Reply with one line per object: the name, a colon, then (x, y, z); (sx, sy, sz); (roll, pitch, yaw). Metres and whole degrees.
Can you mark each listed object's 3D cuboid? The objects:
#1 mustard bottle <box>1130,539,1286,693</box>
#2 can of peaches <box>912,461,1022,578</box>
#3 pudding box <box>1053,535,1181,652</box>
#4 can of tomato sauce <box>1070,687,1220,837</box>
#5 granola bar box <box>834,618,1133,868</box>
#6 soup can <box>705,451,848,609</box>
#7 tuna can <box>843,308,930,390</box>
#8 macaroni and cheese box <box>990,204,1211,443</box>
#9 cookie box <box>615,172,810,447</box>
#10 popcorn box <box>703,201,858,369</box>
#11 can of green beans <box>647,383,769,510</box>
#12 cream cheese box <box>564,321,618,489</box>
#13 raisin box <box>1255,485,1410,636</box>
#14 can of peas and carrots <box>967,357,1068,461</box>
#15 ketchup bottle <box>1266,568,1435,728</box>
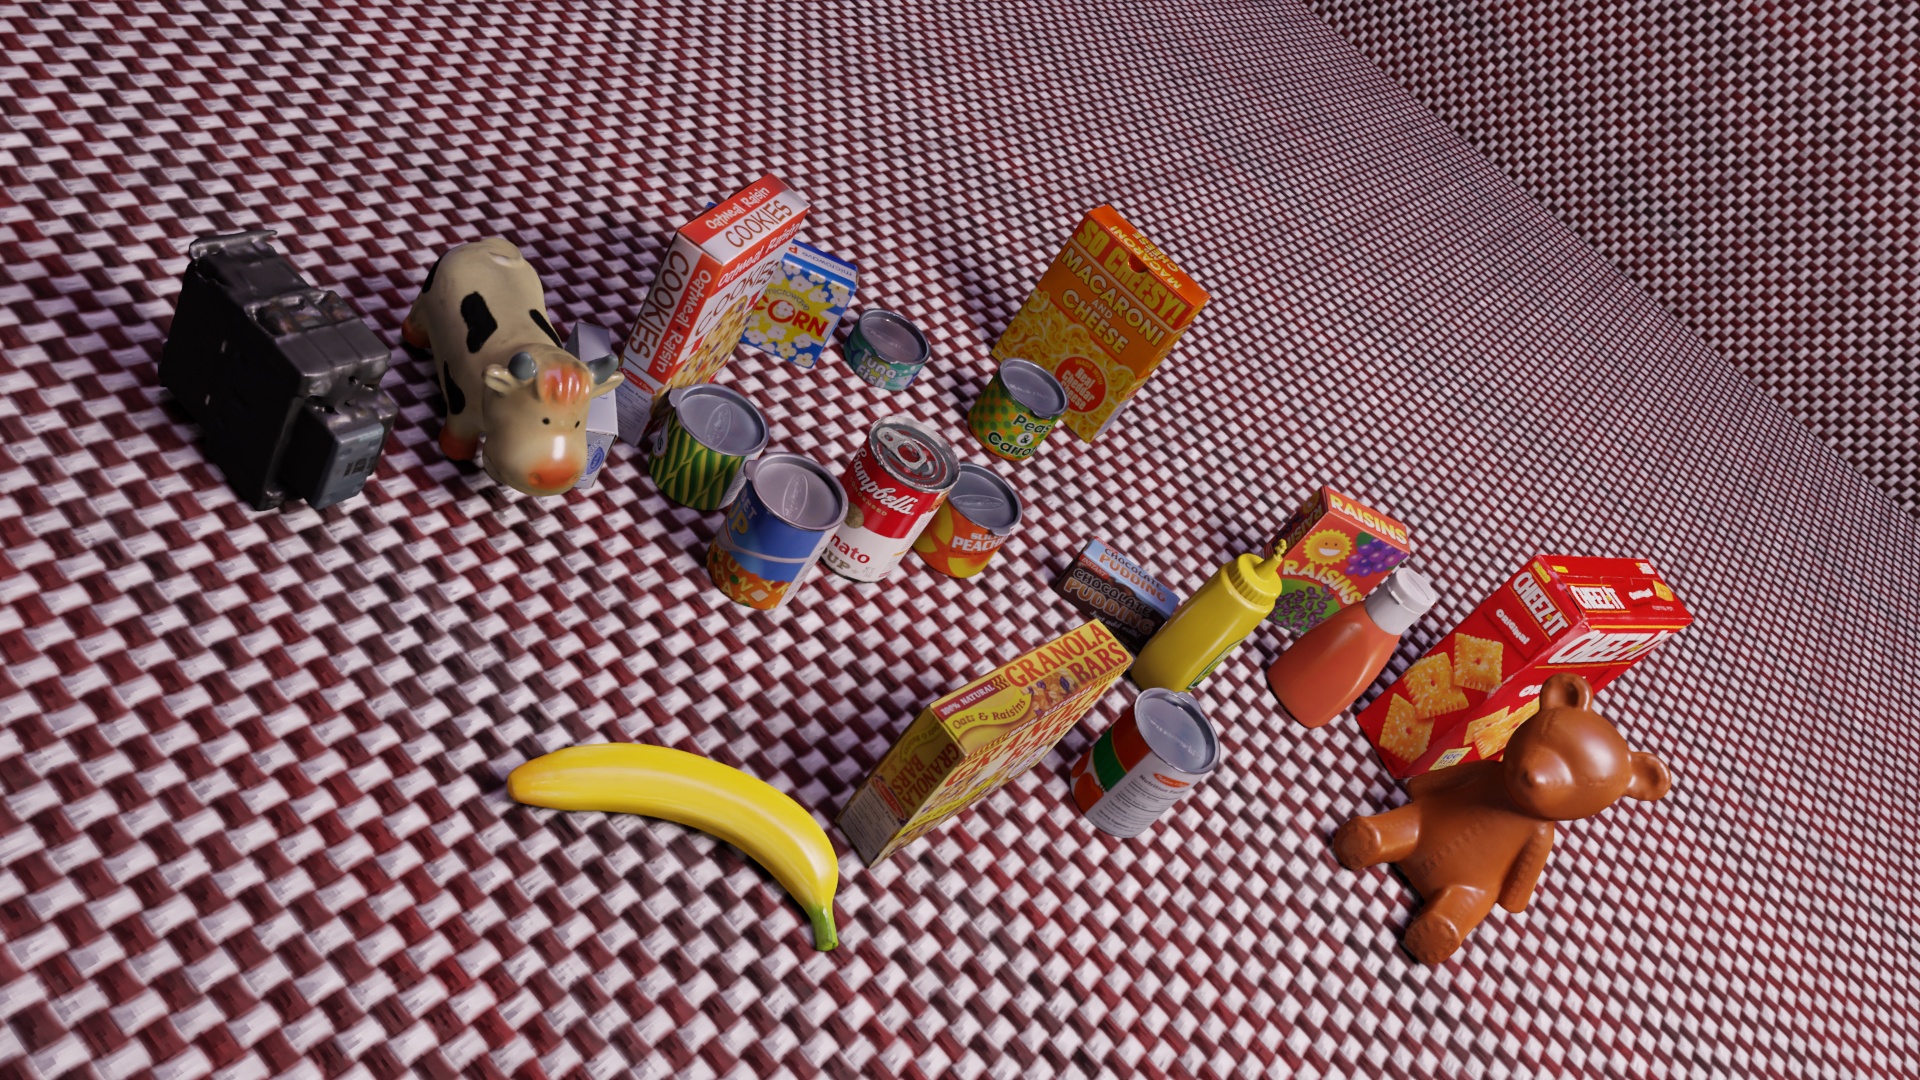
mustard bottle: (0.187, 0.056, 1.005); (0.049, 0.159, 0.065); (47, 39, 13)
can of peaches: (0.004, -0.013, 1.019); (0.071, 0.057, 0.071); (21, 40, -19)
pudding box: (0.119, 0.040, 1.059); (0.084, 0.049, 0.030); (37, 37, 1)
can of tomato sauce: (0.121, 0.147, 0.921); (0.071, 0.082, 0.071); (21, 40, -19)
granola bar box: (0.015, 0.118, 0.835); (0.166, 0.123, 0.039); (-21, 65, -48)
soup can: (-0.122, -0.007, 0.894); (0.071, 0.083, 0.072); (21, 40, -19)
tuna can: (-0.061, -0.155, 1.139); (0.071, 0.032, 0.071); (21, 40, -19)
macaroni and cheese box: (0.117, -0.184, 1.198); (0.124, 0.165, 0.040); (44, 38, 10)
cookie box: (-0.176, -0.157, 0.942); (0.040, 0.166, 0.123); (36, 37, -1)
popcorn box: (-0.153, -0.194, 1.066); (0.127, 0.084, 0.038); (21, 40, -19)
can of green beans: (-0.170, -0.063, 0.937); (0.071, 0.057, 0.071); (21, 40, -19)
cream cheese box: (-0.246, -0.089, 0.909); (0.024, 0.053, 0.104); (11, 44, -30)
raisin box: (0.301, 0.021, 1.160); (0.086, 0.122, 0.040); (26, 39, -14)
can of peas and carrots: (0.048, -0.106, 1.151); (0.071, 0.058, 0.071); (21, 40, -19)
ketchup bottle: (0.304, 0.081, 1.078); (0.044, 0.148, 0.065); (-10, 57, -44)
